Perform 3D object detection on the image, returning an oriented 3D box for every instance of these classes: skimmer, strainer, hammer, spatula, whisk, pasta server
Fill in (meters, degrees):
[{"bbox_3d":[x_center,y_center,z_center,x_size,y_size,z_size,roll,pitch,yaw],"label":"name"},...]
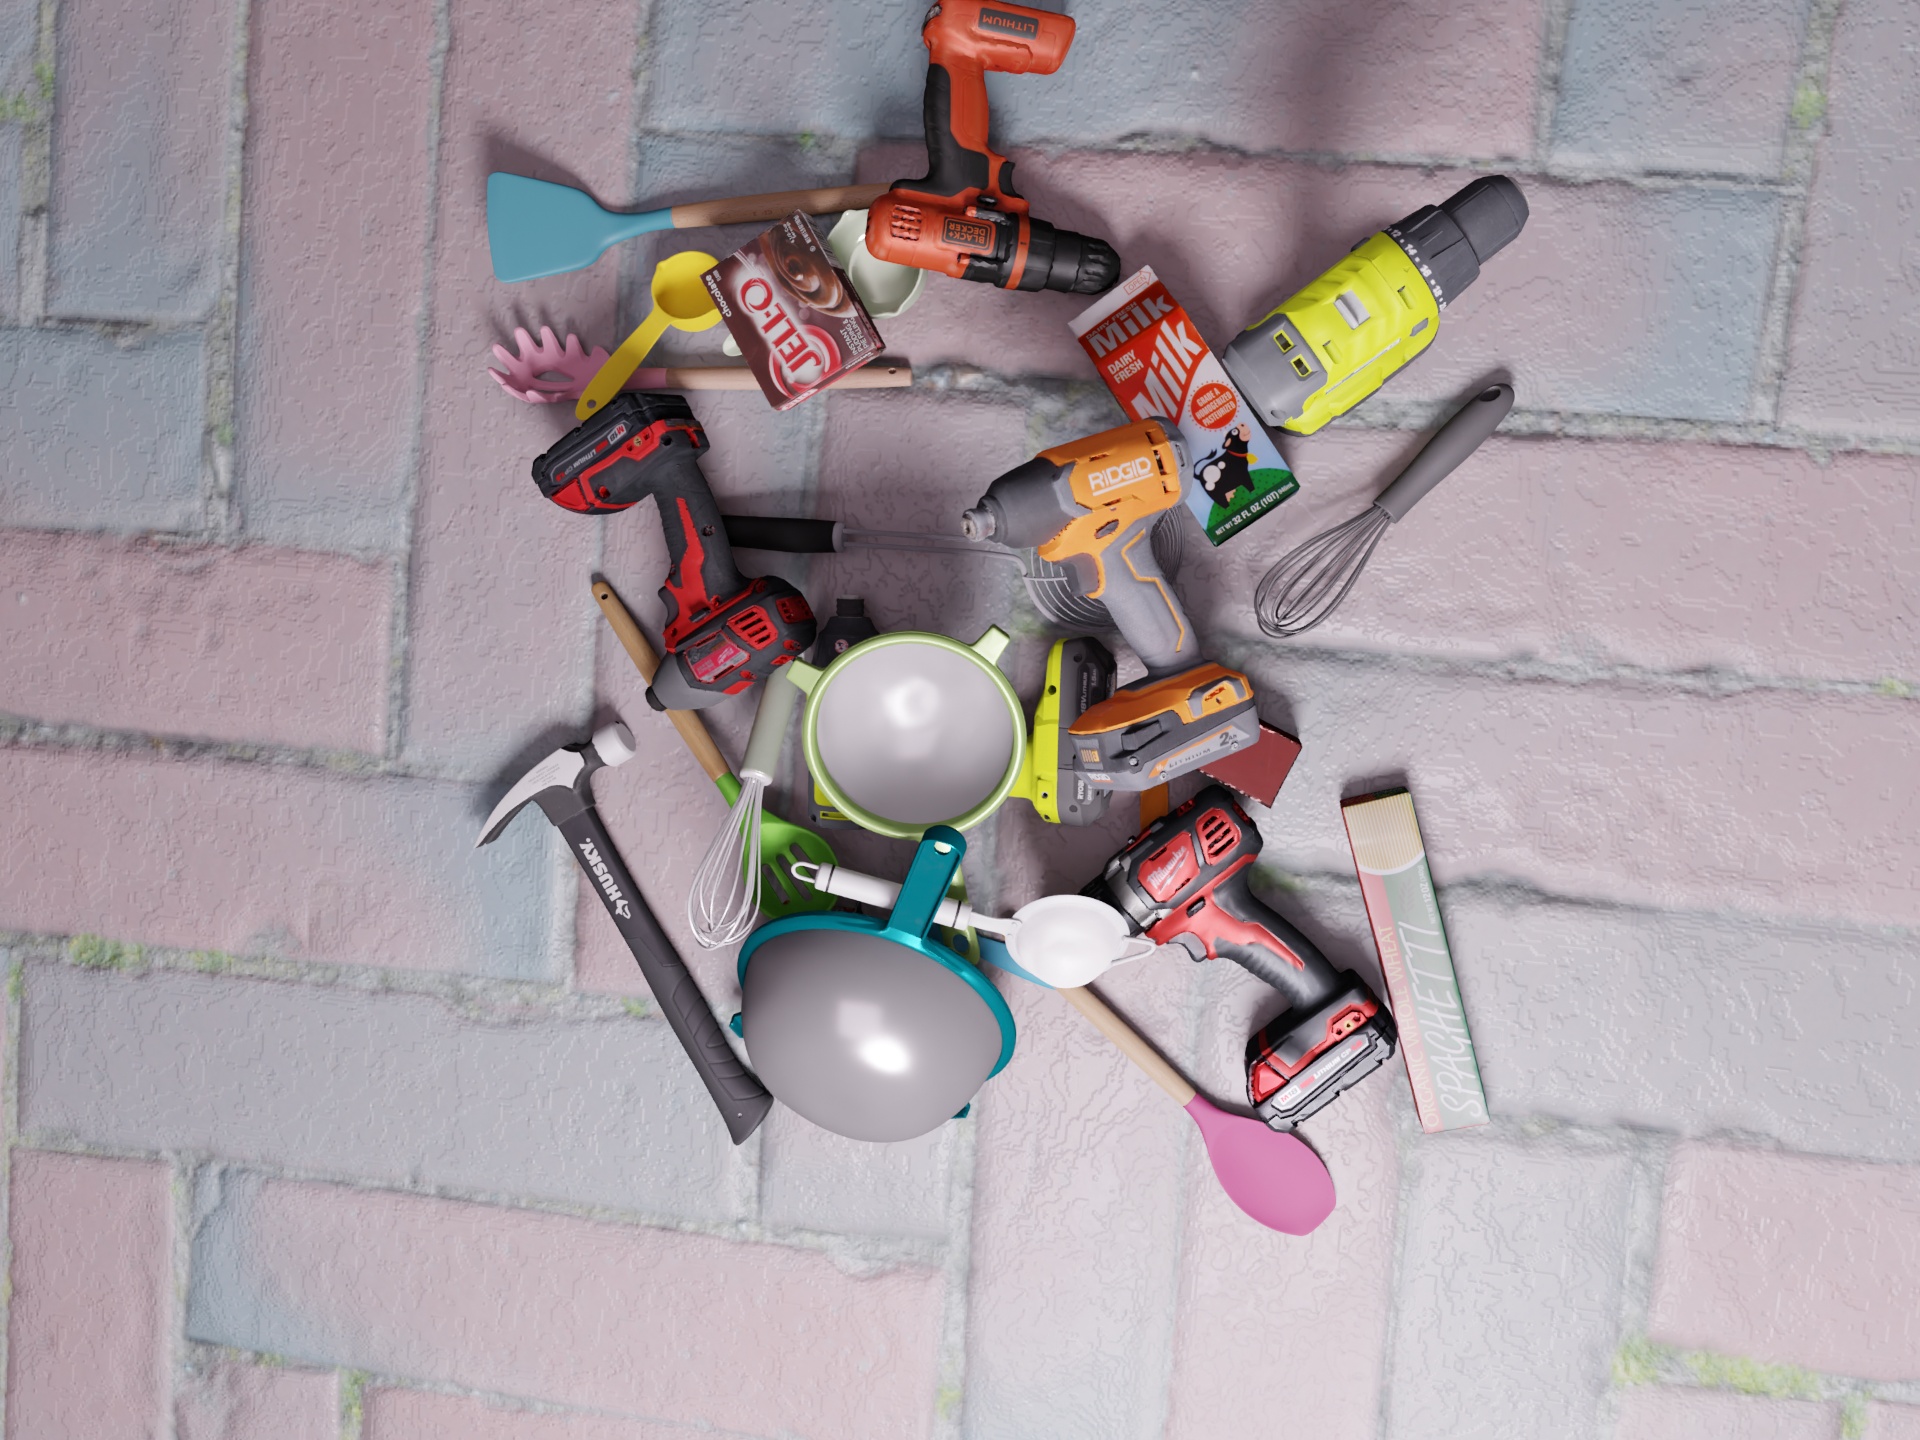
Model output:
[{"bbox_3d":[-0.021,-0.136,1.173,0.363,0.090,0.127,6,108,19],"label":"skimmer"},{"bbox_3d":[-0.057,0.197,1.077,0.211,0.095,0.340,21,140,0],"label":"strainer"},{"bbox_3d":[-0.246,0.179,1.235,0.146,0.035,0.335,-30,90,10],"label":"hammer"},{"bbox_3d":[-0.190,-0.375,1.172,0.317,0.044,0.082,-4,91,8],"label":"spatula"},{"bbox_3d":[0.297,-0.148,1.116,0.239,0.055,0.055,-45,87,5],"label":"whisk"},{"bbox_3d":[0.008,0.138,1.088,0.258,0.050,0.086,16,128,-1],"label":"strainer"},{"bbox_3d":[-0.151,0.049,1.157,0.059,0.057,0.246,-13,56,46],"label":"whisk"},{"bbox_3d":[-0.193,-0.260,1.186,0.316,0.040,0.060,1,65,7],"label":"pasta server"},{"bbox_3d":[-0.019,0.049,1.109,0.151,0.069,0.256,-9,111,7],"label":"strainer"}]

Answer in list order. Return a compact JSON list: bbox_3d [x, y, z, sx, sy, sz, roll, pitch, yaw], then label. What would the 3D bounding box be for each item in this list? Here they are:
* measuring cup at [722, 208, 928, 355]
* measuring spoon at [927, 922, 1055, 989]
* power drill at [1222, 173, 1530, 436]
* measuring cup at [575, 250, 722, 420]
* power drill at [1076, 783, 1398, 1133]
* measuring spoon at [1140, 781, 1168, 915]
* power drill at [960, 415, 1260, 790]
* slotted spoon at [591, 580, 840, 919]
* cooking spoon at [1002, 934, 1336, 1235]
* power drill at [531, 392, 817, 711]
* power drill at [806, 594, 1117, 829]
[{"bbox_3d":[-0.099,-0.311,1.169,0.167,0.038,0.083,-26,91,15],"label":"measuring cup"},{"bbox_3d":[0.027,0.177,1.196,0.128,0.021,0.042,21,98,6],"label":"measuring spoon"},{"bbox_3d":[0.260,-0.258,1.015,0.190,0.228,0.080,-36,89,10],"label":"power drill"},{"bbox_3d":[-0.229,-0.278,1.175,0.062,0.029,0.156,37,84,13],"label":"measuring cup"},{"bbox_3d":[0.179,0.182,1.140,0.188,0.080,0.227,-39,89,10],"label":"power drill"},{"bbox_3d":[0.143,0.088,1.178,0.021,0.011,0.117,0,92,0],"label":"measuring spoon"},{"bbox_3d":[0.097,-0.072,1.045,0.164,0.084,0.226,-21,98,-24],"label":"power drill"},{"bbox_3d":[-0.191,0.021,1.197,0.070,0.031,0.314,-34,79,-8],"label":"slotted spoon"},{"bbox_3d":[0.151,0.263,1.183,0.319,0.017,0.069,43,97,1],"label":"cooking spoon"},{"bbox_3d":[-0.211,-0.117,1.161,0.143,0.078,0.220,-31,87,23],"label":"power drill"},{"bbox_3d":[-0.002,-0.004,1.160,0.223,0.080,0.171,3,96,12],"label":"power drill"}]
